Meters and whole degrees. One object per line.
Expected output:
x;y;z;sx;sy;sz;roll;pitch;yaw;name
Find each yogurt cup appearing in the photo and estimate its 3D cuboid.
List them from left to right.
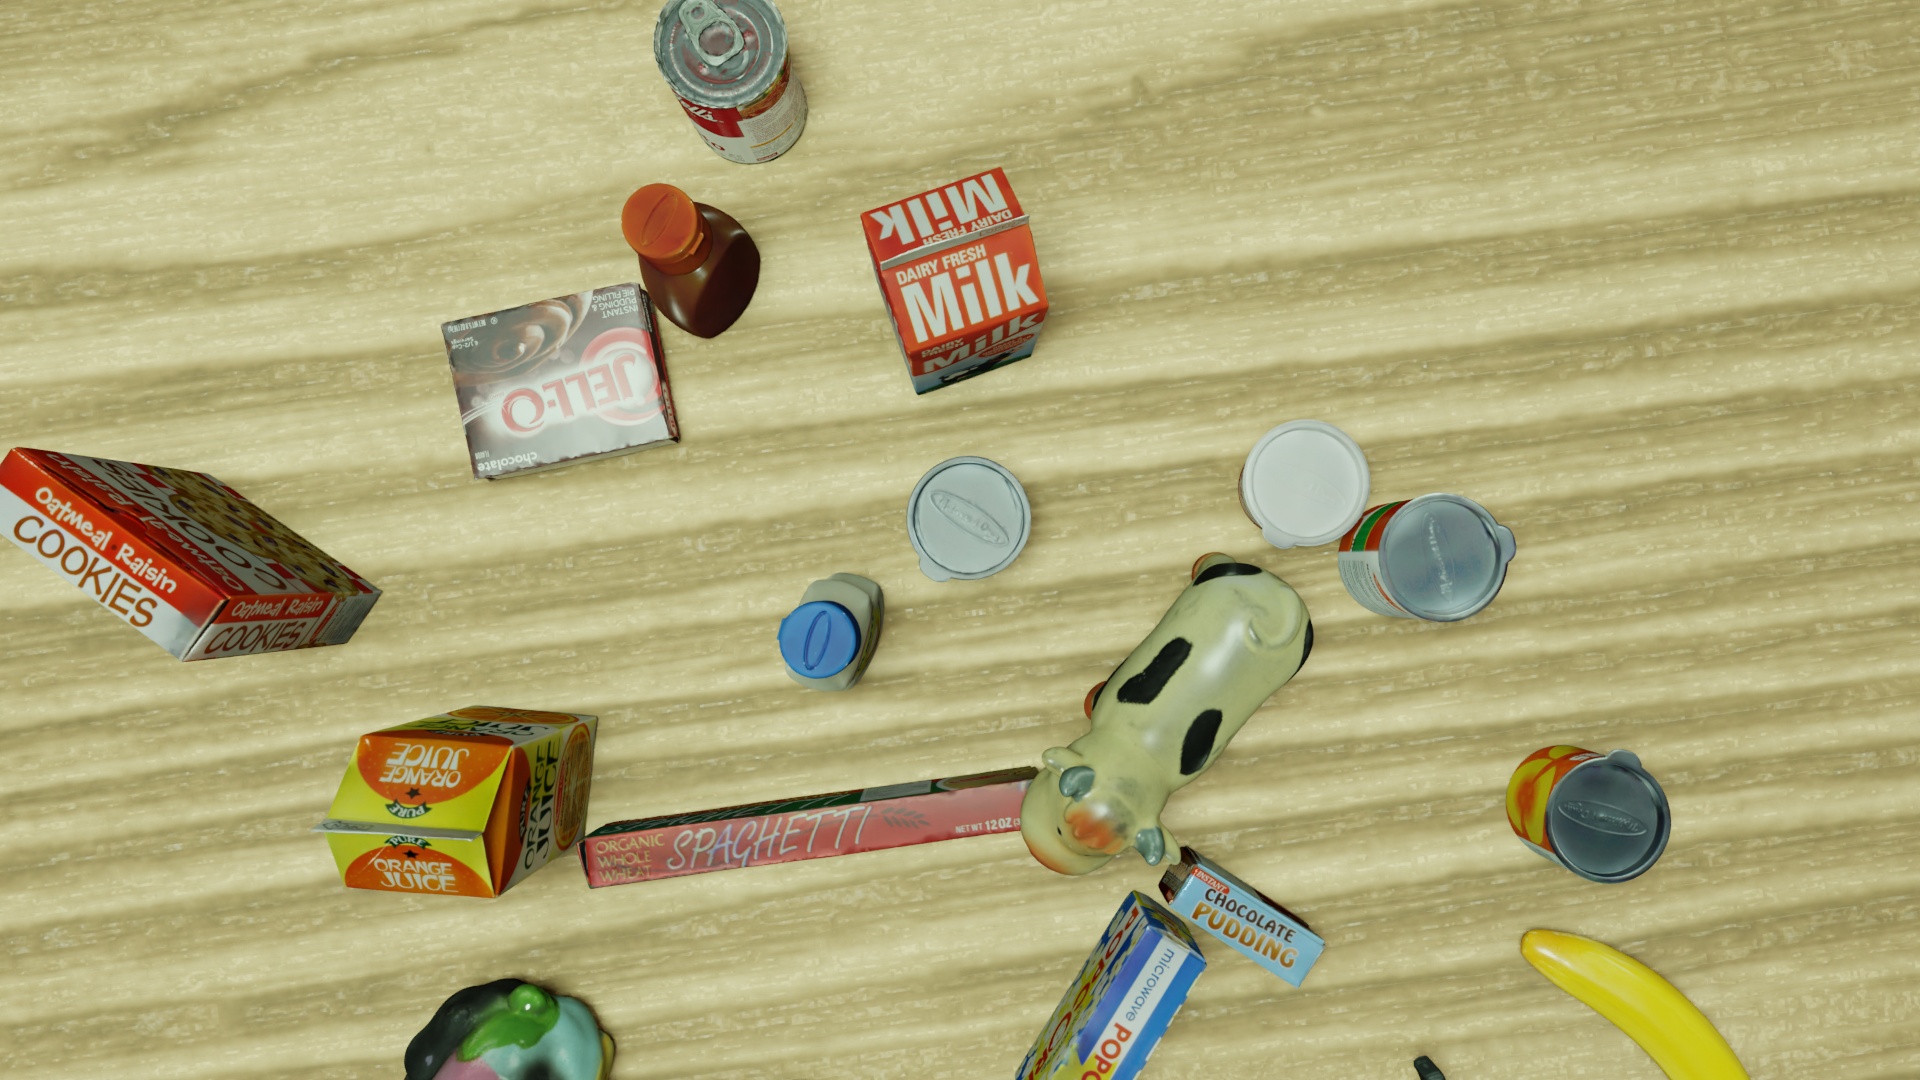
0.185;-0.030;0.765;0.072;0.054;0.072;0;88;0;yogurt cup

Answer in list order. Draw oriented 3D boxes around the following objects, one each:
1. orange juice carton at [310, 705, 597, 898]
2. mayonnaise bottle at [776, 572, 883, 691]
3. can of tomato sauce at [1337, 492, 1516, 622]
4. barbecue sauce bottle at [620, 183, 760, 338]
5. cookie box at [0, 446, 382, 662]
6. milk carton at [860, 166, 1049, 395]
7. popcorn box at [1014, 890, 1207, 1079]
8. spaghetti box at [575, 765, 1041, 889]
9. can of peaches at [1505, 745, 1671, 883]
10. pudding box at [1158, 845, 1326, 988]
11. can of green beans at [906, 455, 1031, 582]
-0.243;0.128;0.690;0.072;0.192;0.073;5;88;0;orange juice carton
-0.066;0.049;0.715;0.041;0.148;0.064;15;88;1;mayonnaise bottle
0.248;0.009;0.749;0.071;0.083;0.071;0;88;0;can of tomato sauce
-0.140;-0.147;0.723;0.044;0.148;0.065;30;89;1;barbecue sauce bottle
-0.388;0.007;0.707;0.123;0.167;0.040;34;89;1;cookie box
-0.003;-0.130;0.701;0.072;0.190;0.073;-19;88;0;milk carton
0.078;0.256;0.738;0.038;0.085;0.126;32;88;1;popcorn box
-0.079;0.156;0.760;0.250;0.050;0.028;-8;88;0;spaghetti box
0.341;0.145;0.756;0.071;0.058;0.071;0;88;0;can of peaches
0.153;0.204;0.758;0.084;0.049;0.030;32;89;1;pudding box
0.004;-0.011;0.763;0.071;0.058;0.071;0;88;0;can of green beans
